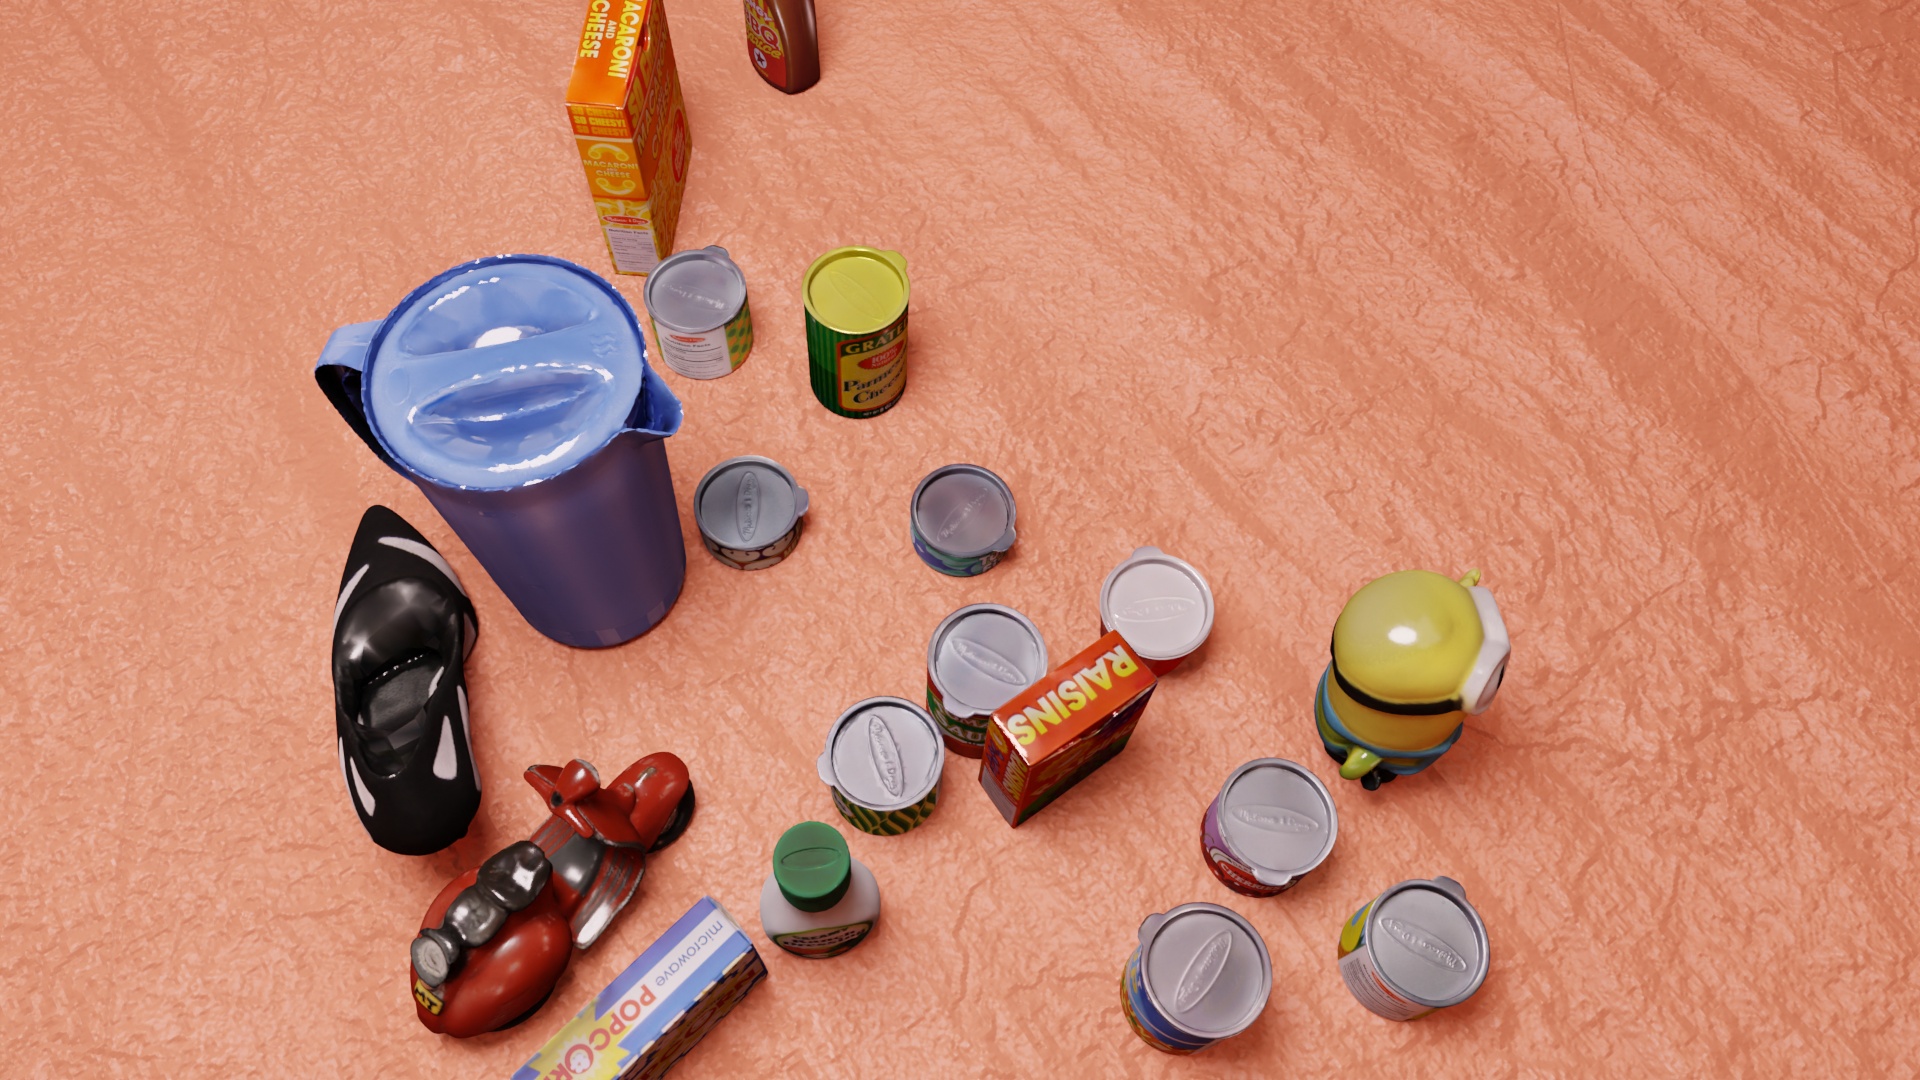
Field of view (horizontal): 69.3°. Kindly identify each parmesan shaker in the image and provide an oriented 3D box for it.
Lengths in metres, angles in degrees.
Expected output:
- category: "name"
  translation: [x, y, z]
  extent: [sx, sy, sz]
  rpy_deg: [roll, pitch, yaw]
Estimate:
- category: "parmesan shaker"
  translation: [-0.064, -0.133, 0.893]
  extent: [0.071, 0.102, 0.071]
  rpy_deg: [1, 64, -2]

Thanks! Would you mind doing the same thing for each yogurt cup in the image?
- category: "yogurt cup"
  translation: [0.115, 0.049, 0.838]
  extent: [0.072, 0.053, 0.072]
  rpy_deg: [1, 63, -2]

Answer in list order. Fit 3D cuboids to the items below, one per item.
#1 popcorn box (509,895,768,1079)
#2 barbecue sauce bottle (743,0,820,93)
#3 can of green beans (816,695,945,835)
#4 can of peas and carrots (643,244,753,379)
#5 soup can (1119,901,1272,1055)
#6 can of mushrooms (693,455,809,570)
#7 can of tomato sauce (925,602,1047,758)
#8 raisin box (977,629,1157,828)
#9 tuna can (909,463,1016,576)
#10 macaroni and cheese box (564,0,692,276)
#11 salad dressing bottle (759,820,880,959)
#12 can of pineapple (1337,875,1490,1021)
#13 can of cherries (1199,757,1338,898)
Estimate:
- category: "popcorn box"
  translation: [-0.159, 0.245, 0.707]
  extent: [0.038, 0.085, 0.127]
  rpy_deg: [42, 69, 16]
- category: "barbecue sauce bottle"
  translation: [-0.131, -0.394, 0.996]
  extent: [0.044, 0.148, 0.065]
  rpy_deg: [-36, 70, -18]
- category: "can of green beans"
  translation: [-0.043, 0.129, 0.787]
  extent: [0.071, 0.057, 0.071]
  rpy_deg: [1, 63, -2]
- category: "can of peas and carrots"
  translation: [-0.172, -0.151, 0.921]
  extent: [0.071, 0.058, 0.071]
  rpy_deg: [1, 63, -2]
- category: "soup can"
  translation: [0.119, 0.230, 0.730]
  extent: [0.071, 0.083, 0.071]
  rpy_deg: [1, 63, -2]
- category: "can of mushrooms"
  translation: [-0.130, -0.017, 0.870]
  extent: [0.071, 0.033, 0.071]
  rpy_deg: [1, 63, -2]
- category: "can of tomato sauce"
  translation: [0.013, 0.084, 0.798]
  extent: [0.071, 0.082, 0.071]
  rpy_deg: [1, 63, -2]
- category: "raisin box"
  translation: [0.056, 0.107, 0.767]
  extent: [0.086, 0.123, 0.040]
  rpy_deg: [-32, 69, -17]
- category: "tuna can"
  translation: [0.003, -0.011, 0.874]
  extent: [0.071, 0.032, 0.071]
  rpy_deg: [1, 63, -2]
- category: "macaroni and cheese box"
  translation: [-0.215, -0.275, 0.922]
  extent: [0.040, 0.165, 0.124]
  rpy_deg: [4, 63, -1]
- category: "salad dressing bottle"
  translation: [-0.073, 0.179, 0.710]
  extent: [0.064, 0.147, 0.044]
  rpy_deg: [-6, 64, -6]
- category: "can of pineapple"
  translation: [0.246, 0.222, 0.754]
  extent: [0.071, 0.057, 0.071]
  rpy_deg: [1, 63, -2]
- category: "can of cherries"
  translation: [0.170, 0.164, 0.779]
  extent: [0.071, 0.058, 0.072]
  rpy_deg: [1, 63, -2]
